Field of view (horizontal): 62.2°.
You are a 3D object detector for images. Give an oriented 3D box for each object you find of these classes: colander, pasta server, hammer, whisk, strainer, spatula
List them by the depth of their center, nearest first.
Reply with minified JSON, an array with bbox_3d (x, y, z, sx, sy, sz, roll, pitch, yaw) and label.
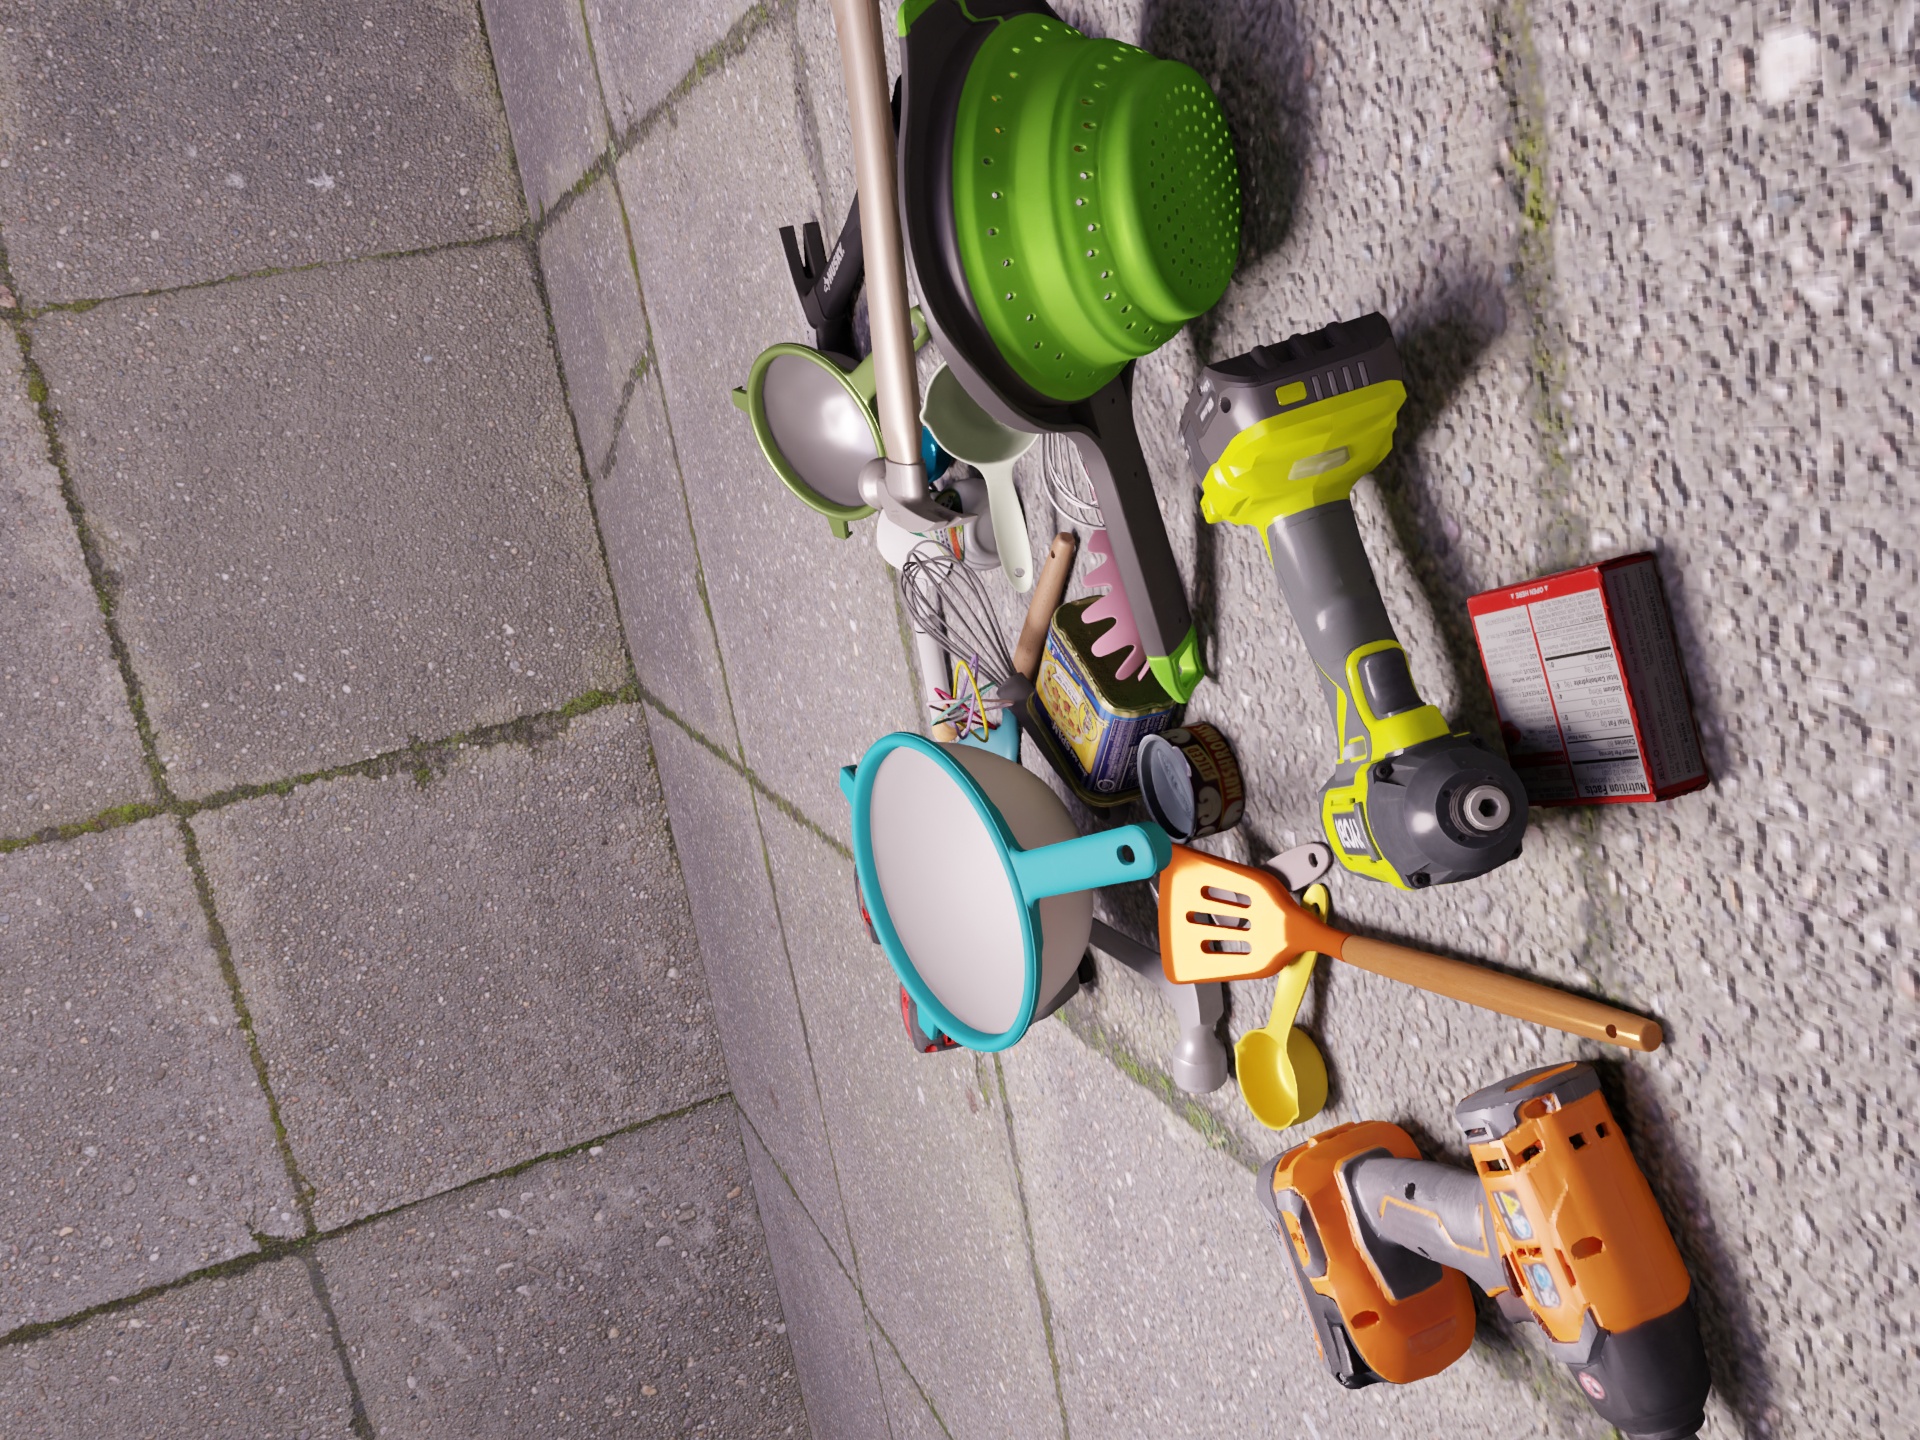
[{"bbox_3d":[0.197,0.117,0.767,0.323,0.041,0.081,-173,82,-66],"label":"spatula"},{"bbox_3d":[0.093,-0.173,0.774,0.094,0.204,0.396,2,129,35],"label":"colander"},{"bbox_3d":[0.054,-0.216,0.909,0.057,0.059,0.247,108,150,-65],"label":"whisk"},{"bbox_3d":[0.064,-0.175,0.940,0.040,0.060,0.316,-29,71,36],"label":"pasta server"},{"bbox_3d":[0.050,0.086,0.970,0.340,0.095,0.211,-22,86,59],"label":"strainer"},{"bbox_3d":[-0.048,-0.327,1.033,0.146,0.038,0.410,-143,43,-61],"label":"hammer"},{"bbox_3d":[0.036,-0.026,1.064,0.239,0.055,0.055,52,155,13],"label":"whisk"},{"bbox_3d":[-0.002,-0.001,1.071,0.047,0.051,0.245,44,173,0],"label":"whisk"},{"bbox_3d":[0.046,0.115,1.130,0.406,0.035,0.144,25,127,55],"label":"hammer"},{"bbox_3d":[0.034,-0.023,1.131,0.082,0.044,0.317,59,155,27],"label":"spatula"},{"bbox_3d":[-0.075,-0.373,1.183,0.334,0.035,0.146,141,112,-69],"label":"hammer"},{"bbox_3d":[-0.069,-0.255,1.217,0.151,0.069,0.256,53,144,-4],"label":"strainer"},{"bbox_3d":[-0.030,-0.084,1.273,0.087,0.050,0.258,21,129,49],"label":"strainer"}]

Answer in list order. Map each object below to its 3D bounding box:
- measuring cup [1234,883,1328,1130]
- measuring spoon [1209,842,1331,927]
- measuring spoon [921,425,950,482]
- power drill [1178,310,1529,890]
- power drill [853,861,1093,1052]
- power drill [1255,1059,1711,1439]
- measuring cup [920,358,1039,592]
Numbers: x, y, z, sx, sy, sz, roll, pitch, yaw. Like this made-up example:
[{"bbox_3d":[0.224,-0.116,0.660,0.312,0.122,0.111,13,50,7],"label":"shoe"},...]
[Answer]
[{"bbox_3d":[0.189,0.156,0.875,0.062,0.029,0.156,46,134,52],"label":"measuring cup"},{"bbox_3d":[0.174,0.089,0.878,0.124,0.018,0.034,-45,61,61],"label":"measuring spoon"},{"bbox_3d":[-0.004,-0.217,1.141,0.042,0.021,0.128,69,151,20],"label":"measuring spoon"},{"bbox_3d":[0.165,-0.042,0.653,0.171,0.080,0.223,66,-174,-85],"label":"power drill"},{"bbox_3d":[0.004,0.167,1.229,0.220,0.143,0.078,-127,27,-61],"label":"power drill"},{"bbox_3d":[0.236,0.252,0.723,0.164,0.084,0.226,70,156,13],"label":"power drill"},{"bbox_3d":[0.026,-0.163,1.019,0.038,0.083,0.167,-78,-22,-58],"label":"measuring cup"}]
